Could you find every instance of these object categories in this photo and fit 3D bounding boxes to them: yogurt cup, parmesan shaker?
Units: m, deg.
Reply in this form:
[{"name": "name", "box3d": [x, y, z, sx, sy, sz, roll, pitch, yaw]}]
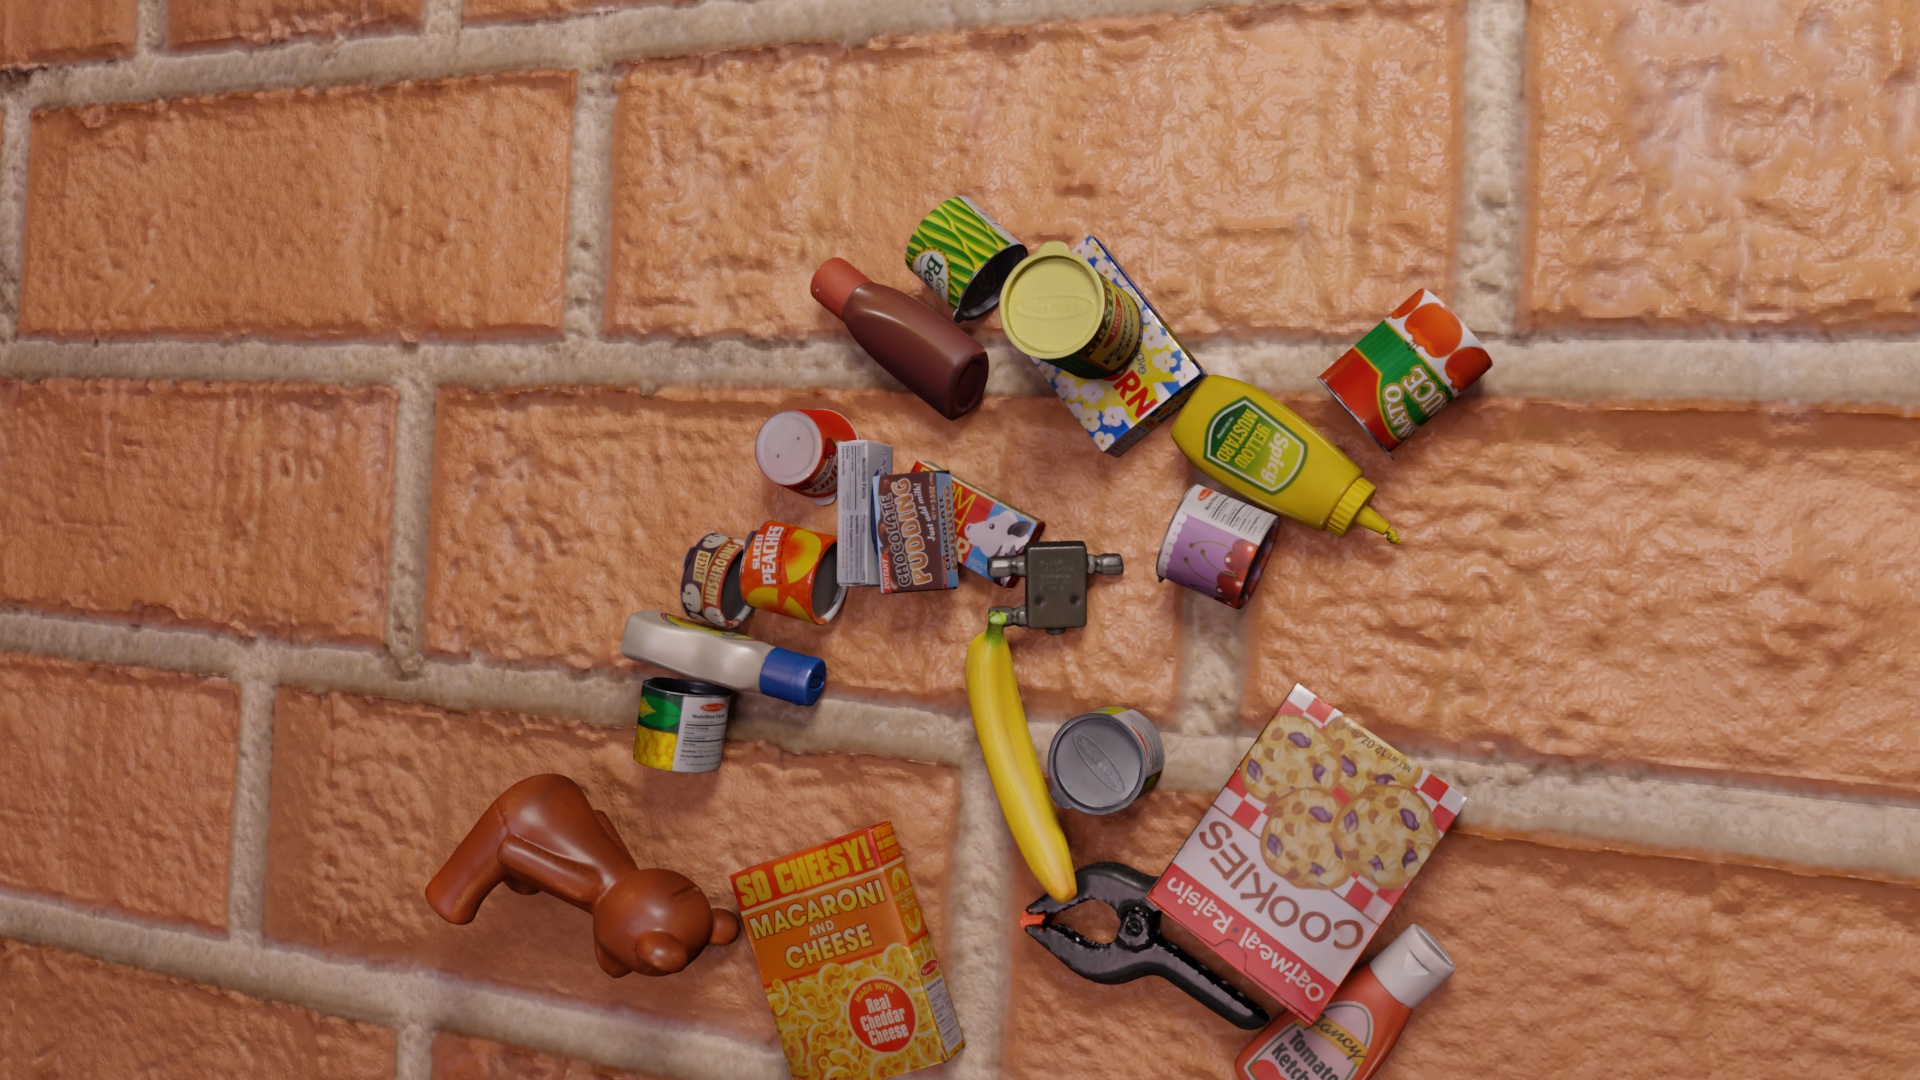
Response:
[{"name": "yogurt cup", "box3d": [-0.113, -0.065, 1.012, 0.072, 0.054, 0.072, -1, 87, 21]}, {"name": "parmesan shaker", "box3d": [0.073, -0.143, 0.876, 0.071, 0.103, 0.071, 0, 89, 21]}]

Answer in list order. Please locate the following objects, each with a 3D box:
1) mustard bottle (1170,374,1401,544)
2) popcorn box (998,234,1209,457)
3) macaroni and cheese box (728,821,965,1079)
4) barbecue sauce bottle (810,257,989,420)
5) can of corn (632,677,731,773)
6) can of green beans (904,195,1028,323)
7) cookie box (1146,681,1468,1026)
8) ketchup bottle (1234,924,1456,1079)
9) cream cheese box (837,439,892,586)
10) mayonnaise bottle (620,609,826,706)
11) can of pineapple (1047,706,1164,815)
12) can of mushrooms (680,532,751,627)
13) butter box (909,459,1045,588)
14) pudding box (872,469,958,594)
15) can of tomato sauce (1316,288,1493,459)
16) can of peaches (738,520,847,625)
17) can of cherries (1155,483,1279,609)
[{"name": "mustard bottle", "box3d": [0.214, -0.045, 0.891, 0.160, 0.049, 0.065, 35, 102, 19]}, {"name": "popcorn box", "box3d": [0.097, -0.132, 0.944, 0.085, 0.038, 0.127, -39, 76, 14]}, {"name": "macaroni and cheese box", "box3d": [-0.083, 0.300, 0.994, 0.123, 0.040, 0.166, -22, 81, 19]}, {"name": "barbecue sauce bottle", "box3d": [-0.046, -0.149, 0.990, 0.044, 0.064, 0.149, -36, 62, -29]}, {"name": "can of corn", "box3d": [-0.209, 0.137, 1.035, 0.071, 0.071, 0.058, 9, 92, 21]}, {"name": "can of green beans", "box3d": [0.004, -0.197, 0.966, 0.058, 0.071, 0.071, 45, 103, 17]}, {"name": "cookie box", "box3d": [0.214, 0.192, 0.865, 0.123, 0.040, 0.167, 35, 85, 18]}, {"name": "ketchup bottle", "box3d": [0.243, 0.303, 0.869, 0.148, 0.043, 0.065, -48, 67, 12]}, {"name": "cream cheese box", "box3d": [-0.068, -0.019, 0.994, 0.024, 0.053, 0.104, -1, 88, 19]}, {"name": "mayonnaise bottle", "box3d": [-0.173, 0.087, 1.027, 0.148, 0.065, 0.041, 13, 89, 17]}, {"name": "can of pineapple", "box3d": [0.096, 0.146, 0.923, 0.071, 0.058, 0.071, -1, 88, 21]}, {"name": "can of mushrooms", "box3d": [-0.176, 0.029, 1.023, 0.033, 0.071, 0.071, 14, 93, 19]}, {"name": "butter box", "box3d": [0.004, -0.012, 0.982, 0.103, 0.024, 0.053, 28, 97, 19]}, {"name": "pudding box", "box3d": [-0.031, -0.006, 0.964, 0.049, 0.030, 0.083, -4, 88, 22]}, {"name": "can of tomato sauce", "box3d": [0.276, -0.103, 0.859, 0.083, 0.071, 0.071, -42, 75, 14]}, {"name": "can of peaches", "box3d": [-0.119, 0.022, 1.002, 0.058, 0.071, 0.071, 14, 93, 20]}, {"name": "can of cherries", "box3d": [0.166, 0.006, 0.899, 0.058, 0.071, 0.071, 24, 97, 19]}]
